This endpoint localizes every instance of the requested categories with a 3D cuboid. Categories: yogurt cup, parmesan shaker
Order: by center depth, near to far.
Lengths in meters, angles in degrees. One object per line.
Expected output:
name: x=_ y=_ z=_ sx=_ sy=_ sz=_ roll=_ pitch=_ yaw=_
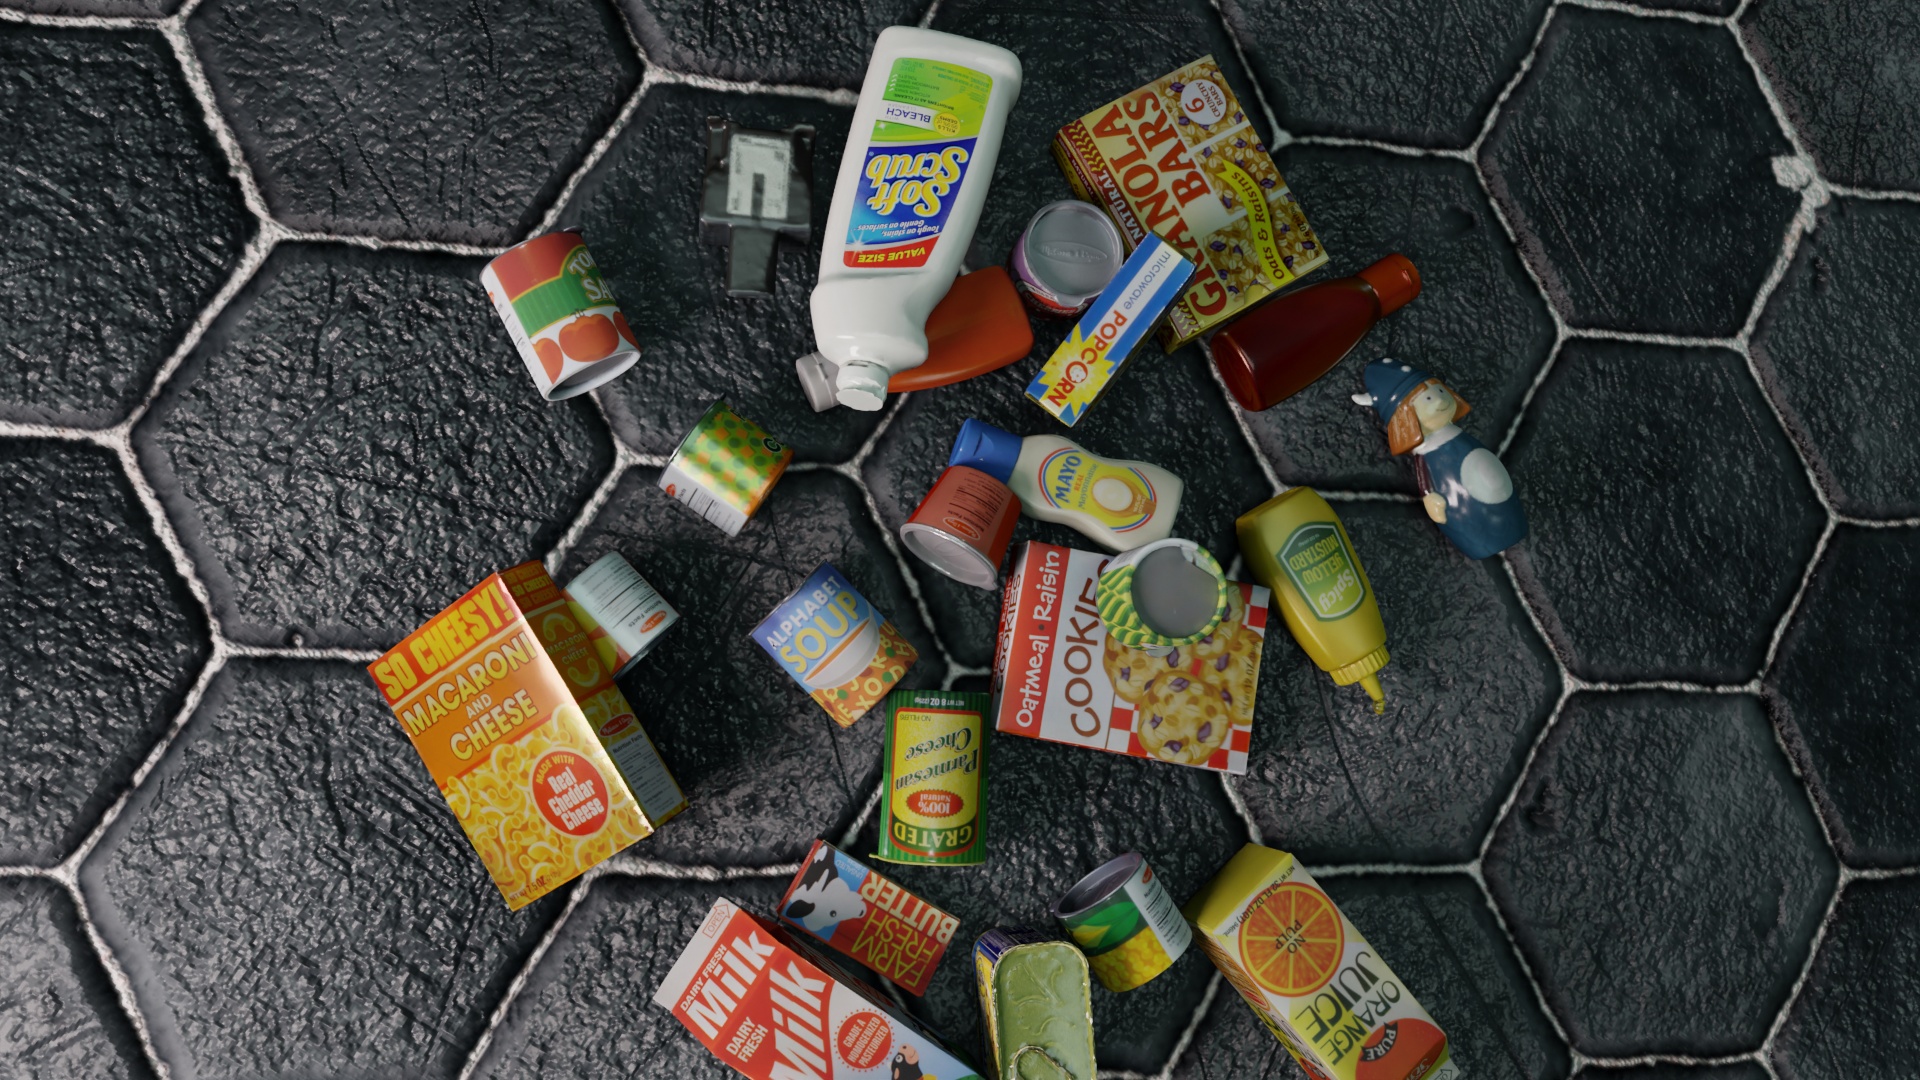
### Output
parmesan shaker: x=-0.018 y=0.144 z=0.852 sx=0.071 sy=0.071 sz=0.103 roll=4 pitch=82 yaw=-10
yogurt cup: x=0.003 y=-0.011 z=0.877 sx=0.072 sy=0.072 sz=0.054 roll=31 pitch=71 yaw=-6

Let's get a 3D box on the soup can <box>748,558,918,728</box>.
soup can: x=-0.077 y=0.063 z=0.848 sx=0.084 sy=0.071 sz=0.071 roll=45 pitch=78 yaw=-3

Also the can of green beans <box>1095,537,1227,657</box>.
can of green beans: x=0.123 y=0.034 z=0.854 sx=0.071 sy=0.057 sz=0.071 roll=2 pitch=83 yaw=-12

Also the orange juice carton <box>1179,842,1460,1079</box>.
orange juice carton: x=0.231 y=0.288 z=0.876 sx=0.072 sy=0.073 sz=0.192 roll=-41 pitch=92 yaw=-12

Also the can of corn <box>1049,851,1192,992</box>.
can of corn: x=0.099 y=0.238 z=0.863 sx=0.071 sy=0.071 sz=0.058 roll=-34 pitch=91 yaw=-12

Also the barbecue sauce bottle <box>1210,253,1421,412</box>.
barbecue sauce bottle: x=0.246 y=-0.148 z=0.948 sx=0.149 sy=0.043 sz=0.065 roll=-30 pitch=97 yaw=-13

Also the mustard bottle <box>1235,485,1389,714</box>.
mustard bottle: x=0.245 y=0.044 z=0.921 sx=0.065 sy=0.048 sz=0.160 roll=-30 pitch=89 yaw=-11

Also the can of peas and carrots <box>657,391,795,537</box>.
can of peas and carrots: x=-0.142 y=-0.046 z=0.852 sx=0.059 sy=0.071 sz=0.071 roll=35 pitch=79 yaw=-5

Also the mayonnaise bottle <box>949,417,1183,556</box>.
mayonnaise bottle: x=0.067 y=-0.037 z=0.902 sx=0.148 sy=0.041 sz=0.065 roll=20 pitch=81 yaw=-8

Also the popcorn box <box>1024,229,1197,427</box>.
popcorn box: x=0.097 y=-0.131 z=0.876 sx=0.038 sy=0.085 sz=0.126 roll=39 pitch=99 yaw=3

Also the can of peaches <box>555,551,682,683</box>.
can of peaches: x=-0.211 y=0.049 z=0.829 sx=0.071 sy=0.071 sz=0.058 roll=-44 pitch=93 yaw=-12

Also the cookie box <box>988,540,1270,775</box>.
cookie box: x=0.107 y=0.076 z=0.897 sx=0.167 sy=0.040 sz=0.123 roll=11 pitch=81 yaw=-10

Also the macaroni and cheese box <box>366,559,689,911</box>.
macaroni and cheese box: x=-0.249 y=0.112 z=0.796 sx=0.123 sy=0.040 sz=0.166 roll=-32 pitch=89 yaw=25

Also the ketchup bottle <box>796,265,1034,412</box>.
ketchup bottle: x=-0.030 y=-0.125 z=0.894 sx=0.149 sy=0.043 sz=0.065 roll=-22 pitch=81 yaw=-12

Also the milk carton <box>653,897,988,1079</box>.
milk carton: x=-0.082 y=0.291 z=0.818 sx=0.190 sy=0.073 sz=0.072 roll=34 pitch=79 yaw=-4

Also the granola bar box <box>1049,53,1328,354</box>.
granola bar box: x=0.155 y=-0.229 z=0.944 sx=0.124 sy=0.039 sz=0.165 roll=-30 pitch=89 yaw=-12

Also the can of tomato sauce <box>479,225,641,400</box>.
can of tomato sauce: x=-0.240 y=-0.137 z=0.845 sx=0.071 sy=0.071 sz=0.083 roll=-28 pitch=90 yaw=-12

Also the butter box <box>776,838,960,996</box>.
butter box: x=-0.056 y=0.232 z=0.855 sx=0.103 sy=0.024 sz=0.053 roll=32 pitch=78 yaw=-5

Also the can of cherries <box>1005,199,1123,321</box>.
can of cherries: x=0.066 y=-0.180 z=0.912 sx=0.071 sy=0.058 sz=0.071 roll=1 pitch=83 yaw=-11
